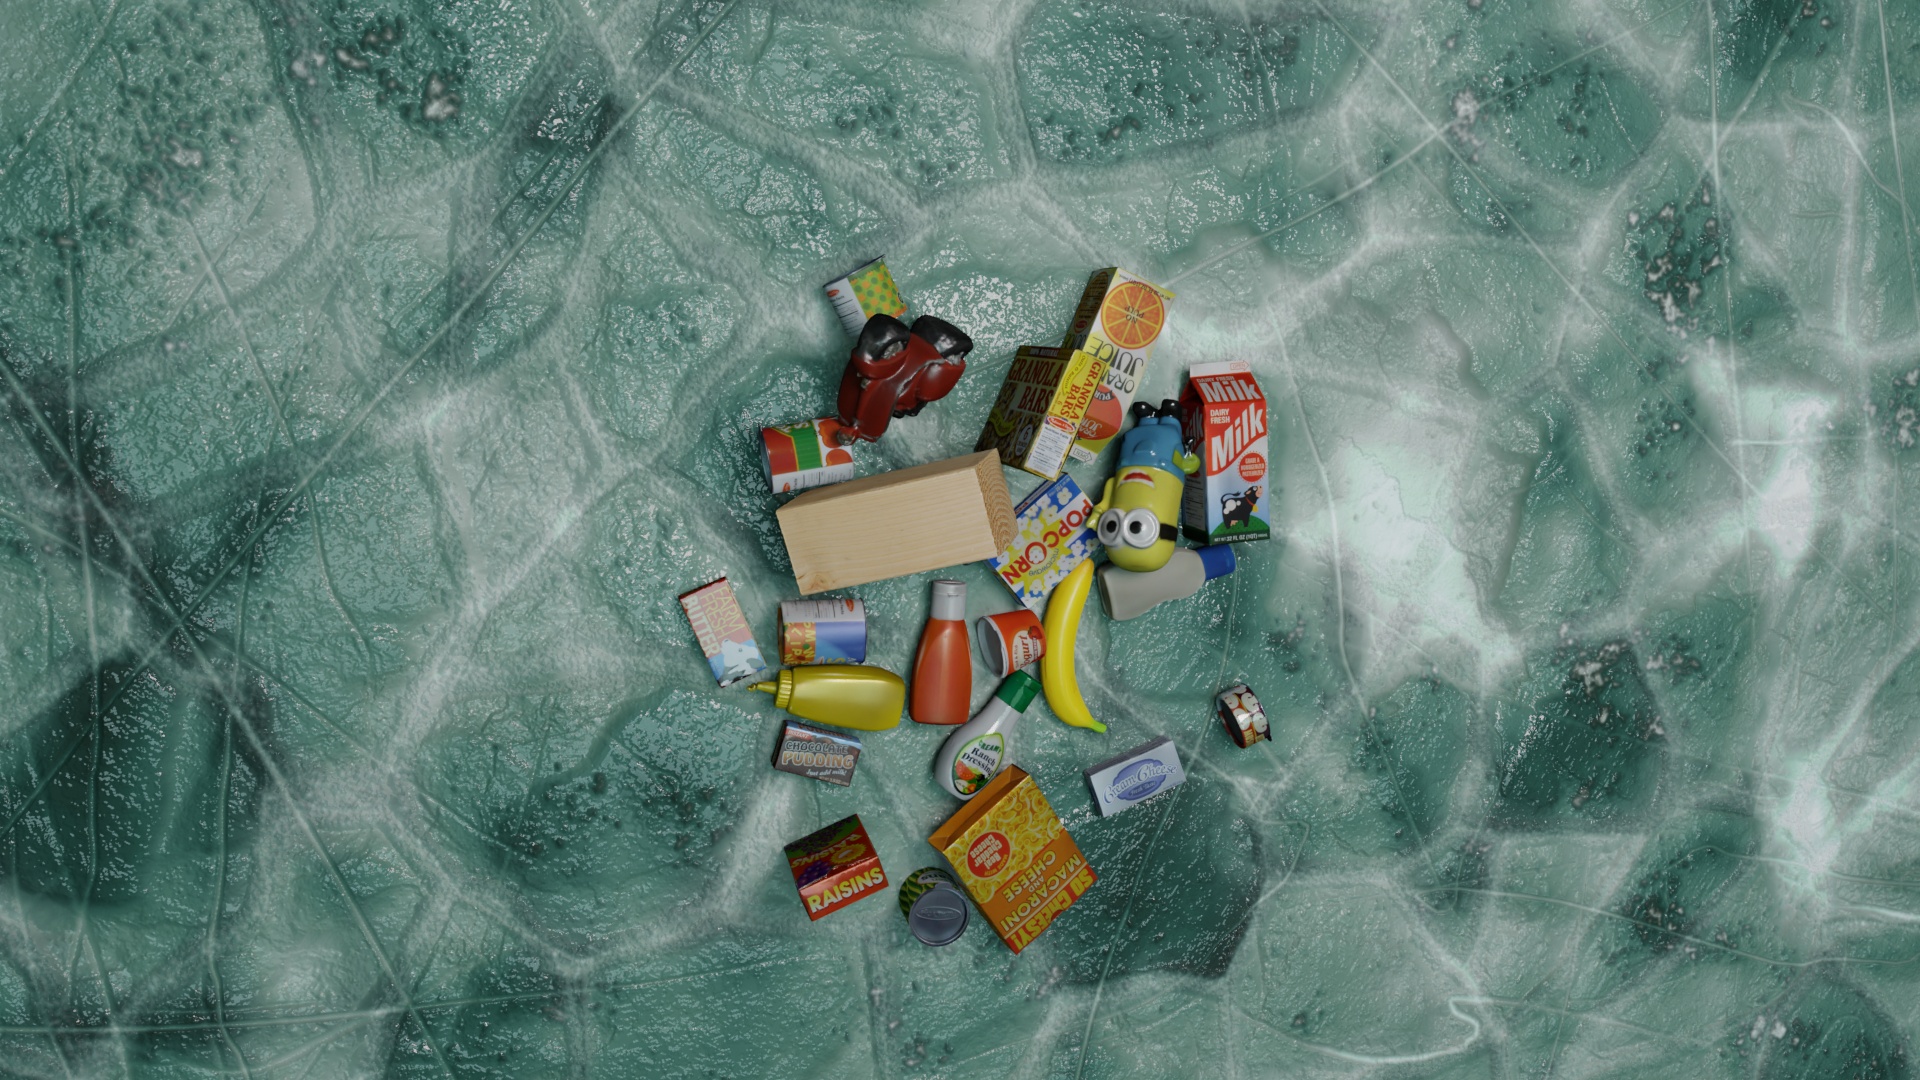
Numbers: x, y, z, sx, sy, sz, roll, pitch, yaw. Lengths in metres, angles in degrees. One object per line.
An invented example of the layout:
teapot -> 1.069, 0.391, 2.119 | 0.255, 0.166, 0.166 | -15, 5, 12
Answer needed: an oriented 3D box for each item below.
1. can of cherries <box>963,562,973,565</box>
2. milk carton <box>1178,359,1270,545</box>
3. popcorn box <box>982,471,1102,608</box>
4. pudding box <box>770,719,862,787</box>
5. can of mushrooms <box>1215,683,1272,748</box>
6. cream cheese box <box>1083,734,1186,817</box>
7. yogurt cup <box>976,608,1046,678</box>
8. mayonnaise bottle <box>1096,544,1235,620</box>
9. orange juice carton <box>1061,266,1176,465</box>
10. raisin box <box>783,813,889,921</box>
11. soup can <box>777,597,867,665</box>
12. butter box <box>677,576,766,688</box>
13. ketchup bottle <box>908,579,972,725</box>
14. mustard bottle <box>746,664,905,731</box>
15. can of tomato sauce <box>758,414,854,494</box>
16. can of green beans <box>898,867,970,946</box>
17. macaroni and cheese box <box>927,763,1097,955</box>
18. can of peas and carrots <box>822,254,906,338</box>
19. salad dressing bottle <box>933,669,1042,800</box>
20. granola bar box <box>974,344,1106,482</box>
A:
can of cherries -> 0.005, -0.018, 1.423 | 0.058, 0.071, 0.071 | 41, 87, -15
milk carton -> 0.280, -0.095, 1.480 | 0.072, 0.073, 0.190 | -6, 99, -14
popcorn box -> 0.088, -0.001, 1.463 | 0.127, 0.038, 0.085 | -41, 107, -6
pudding box -> -0.149, 0.220, 1.438 | 0.084, 0.030, 0.049 | 17, 92, -16
can of mushrooms -> 0.312, 0.196, 1.531 | 0.033, 0.071, 0.071 | -23, 103, -8
cream cheese box -> 0.192, 0.260, 1.533 | 0.104, 0.024, 0.053 | -22, 101, -10
yogurt cup -> 0.055, 0.105, 1.457 | 0.054, 0.072, 0.072 | -16, 102, -19
mayonnaise bottle -> 0.223, 0.038, 1.502 | 0.148, 0.041, 0.064 | -16, 103, -13
orange juice carton -> 0.143, -0.179, 1.434 | 0.072, 0.073, 0.192 | 22, 92, -16
raisin box -> -0.127, 0.330, 1.411 | 0.086, 0.123, 0.040 | -22, 103, -10
soup can -> -0.140, 0.095, 1.405 | 0.084, 0.071, 0.071 | -2, 98, -13
butter box -> -0.240, 0.092, 1.401 | 0.053, 0.024, 0.103 | -25, 103, -10
ketchup bottle -> -0.017, 0.116, 1.450 | 0.065, 0.043, 0.148 | 3, 97, -15
mustard bottle -> -0.139, 0.156, 1.422 | 0.160, 0.049, 0.065 | 9, 100, -15
can of tomato sauce -> -0.154, -0.088, 1.377 | 0.083, 0.071, 0.071 | -11, 101, -13
can of green beans -> -0.028, 0.389, 1.477 | 0.071, 0.058, 0.071 | -2, 98, -14
macaroni and cheese box -> 0.058, 0.341, 1.478 | 0.124, 0.040, 0.166 | -40, 116, -16
can of peas and carrots -> -0.092, -0.241, 1.371 | 0.071, 0.071, 0.058 | -29, 104, -8
salad dressing bottle -> 0.030, 0.203, 1.474 | 0.064, 0.044, 0.147 | 36, 88, -26
granola bar box -> 0.077, -0.129, 1.377 | 0.039, 0.165, 0.124 | 23, 92, -18
